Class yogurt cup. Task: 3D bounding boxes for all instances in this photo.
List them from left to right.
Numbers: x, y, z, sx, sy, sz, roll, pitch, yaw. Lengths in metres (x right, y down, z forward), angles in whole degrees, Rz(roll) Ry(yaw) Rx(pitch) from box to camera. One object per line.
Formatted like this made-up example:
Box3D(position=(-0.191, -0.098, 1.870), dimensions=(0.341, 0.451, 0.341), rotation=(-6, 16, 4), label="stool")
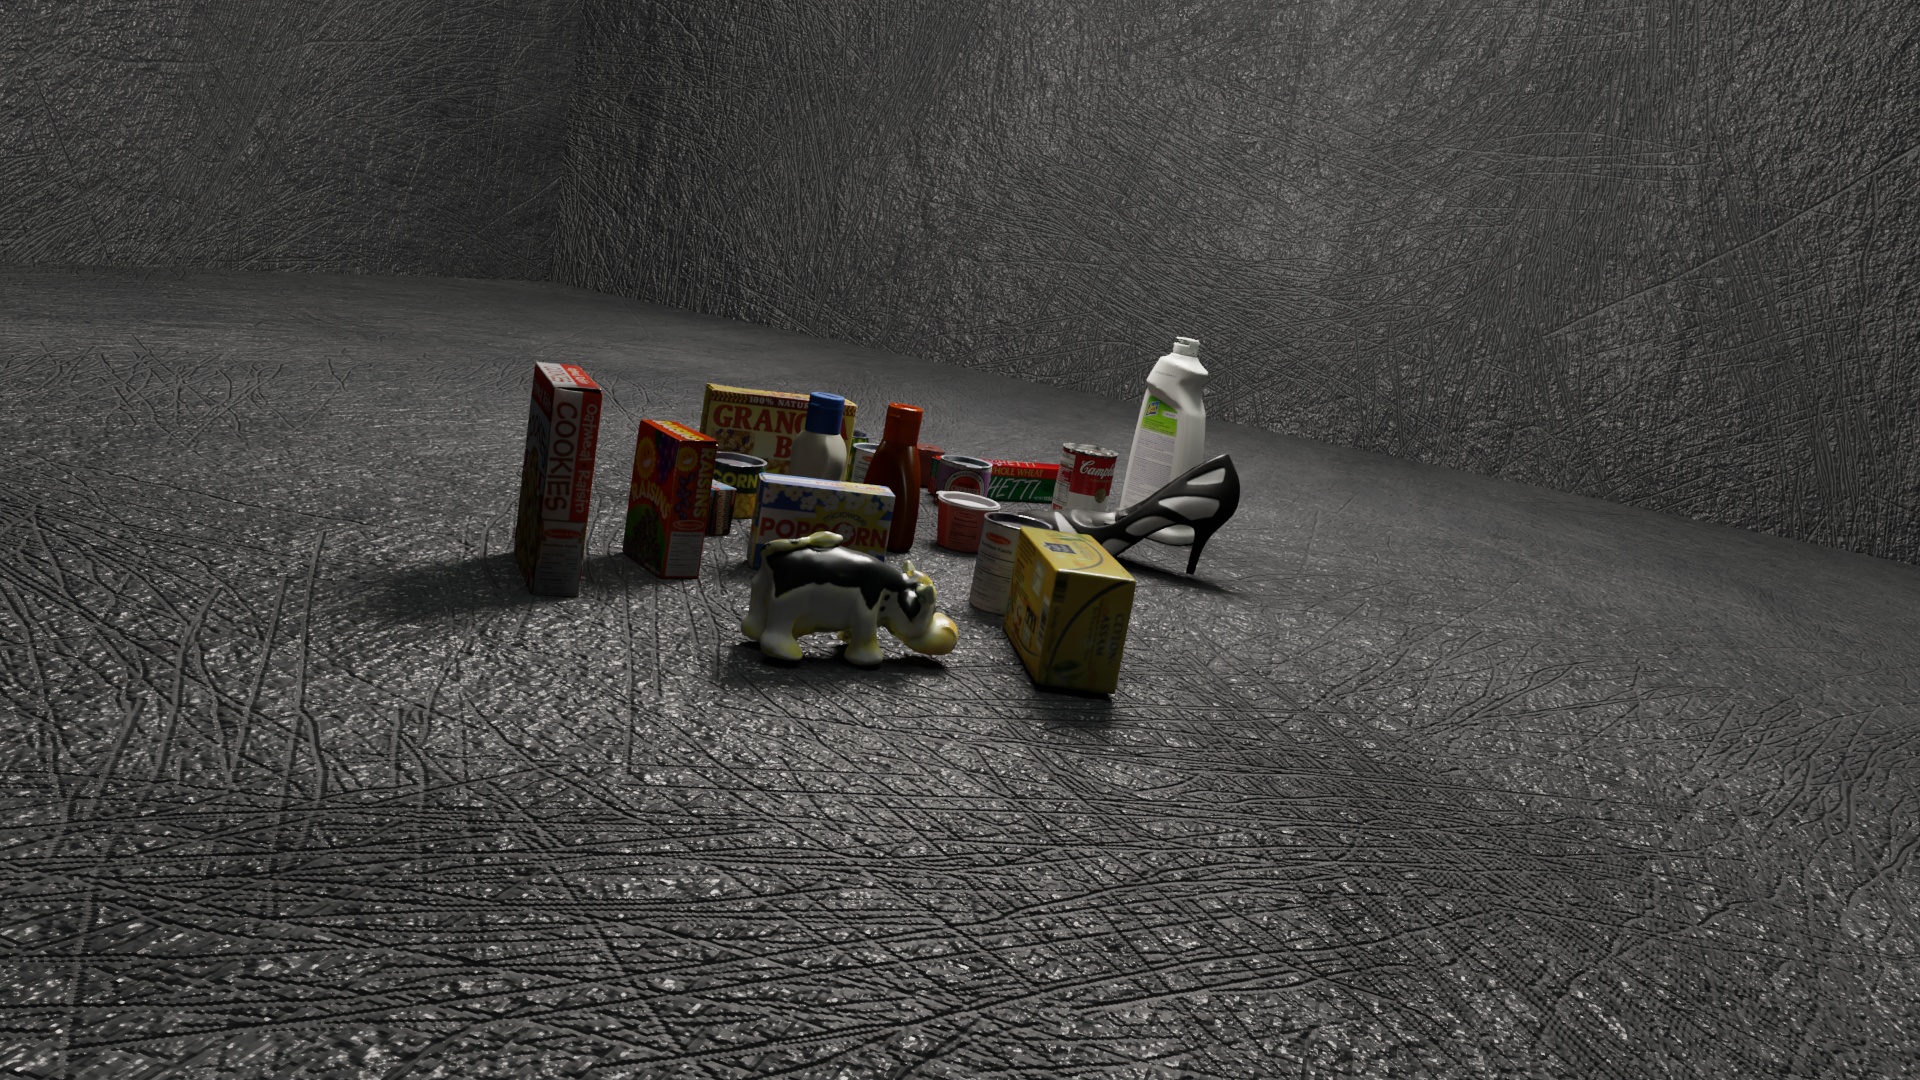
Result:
Box3D(position=(0.005, -0.019, 1.503), dimensions=(0.072, 0.053, 0.072), rotation=(10, 12, -2), label="yogurt cup")

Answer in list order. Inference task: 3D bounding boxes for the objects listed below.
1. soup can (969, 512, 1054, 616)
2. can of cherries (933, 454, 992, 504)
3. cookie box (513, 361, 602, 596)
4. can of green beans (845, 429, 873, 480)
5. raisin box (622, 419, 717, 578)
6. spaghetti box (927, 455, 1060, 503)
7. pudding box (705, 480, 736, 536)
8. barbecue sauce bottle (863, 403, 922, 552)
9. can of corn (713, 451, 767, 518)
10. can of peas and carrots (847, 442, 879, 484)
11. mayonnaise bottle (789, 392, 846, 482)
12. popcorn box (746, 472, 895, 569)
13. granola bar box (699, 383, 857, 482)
Box3D(position=(0.048, 0.022, 1.286), dimensions=(0.071, 0.083, 0.071), rotation=(10, 12, -2), label="soup can")
Box3D(position=(0.003, -0.071, 1.723), dimensions=(0.071, 0.058, 0.071), rotation=(10, 12, -2), label="can of cherries")
Box3D(position=(-0.326, -0.053, 1.124), dimensions=(0.040, 0.167, 0.123), rotation=(5, 13, -25), label="cookie box")
Box3D(position=(-0.154, -0.112, 1.783), dimensions=(0.071, 0.057, 0.071), rotation=(10, 12, -2), label="can of green beans")
Box3D(position=(-0.254, -0.037, 1.214), dimensions=(0.040, 0.123, 0.086), rotation=(1, 15, -37), label="raisin box")
Box3D(position=(0.070, -0.078, 1.829), dimensions=(0.250, 0.050, 0.029), rotation=(2, 15, -34), label="spaghetti box")
Box3D(position=(-0.264, -0.039, 1.388), dimensions=(0.084, 0.049, 0.030), rotation=(20, 15, 38), label="pudding box")
Box3D(position=(-0.069, -0.066, 1.435), dimensions=(0.065, 0.148, 0.044), rotation=(17, 14, 29), label="barbecue sauce bottle")
Box3D(position=(-0.242, -0.058, 1.471), dimensions=(0.071, 0.058, 0.071), rotation=(10, 12, -2), label="can of corn")
Box3D(position=(-0.102, -0.085, 1.701), dimensions=(0.071, 0.058, 0.071), rotation=(10, 12, -2), label="can of peas and carrots")
Box3D(position=(-0.146, -0.076, 1.416), dimensions=(0.065, 0.147, 0.041), rotation=(18, 14, 32), label="mayonnaise bottle")
Box3D(position=(-0.130, -0.012, 1.293), dimensions=(0.127, 0.085, 0.038), rotation=(6, 13, -19), label="popcorn box")
Box3D(position=(-0.207, -0.103, 1.545), dimensions=(0.166, 0.124, 0.039), rotation=(4, 13, -25), label="granola bar box")
